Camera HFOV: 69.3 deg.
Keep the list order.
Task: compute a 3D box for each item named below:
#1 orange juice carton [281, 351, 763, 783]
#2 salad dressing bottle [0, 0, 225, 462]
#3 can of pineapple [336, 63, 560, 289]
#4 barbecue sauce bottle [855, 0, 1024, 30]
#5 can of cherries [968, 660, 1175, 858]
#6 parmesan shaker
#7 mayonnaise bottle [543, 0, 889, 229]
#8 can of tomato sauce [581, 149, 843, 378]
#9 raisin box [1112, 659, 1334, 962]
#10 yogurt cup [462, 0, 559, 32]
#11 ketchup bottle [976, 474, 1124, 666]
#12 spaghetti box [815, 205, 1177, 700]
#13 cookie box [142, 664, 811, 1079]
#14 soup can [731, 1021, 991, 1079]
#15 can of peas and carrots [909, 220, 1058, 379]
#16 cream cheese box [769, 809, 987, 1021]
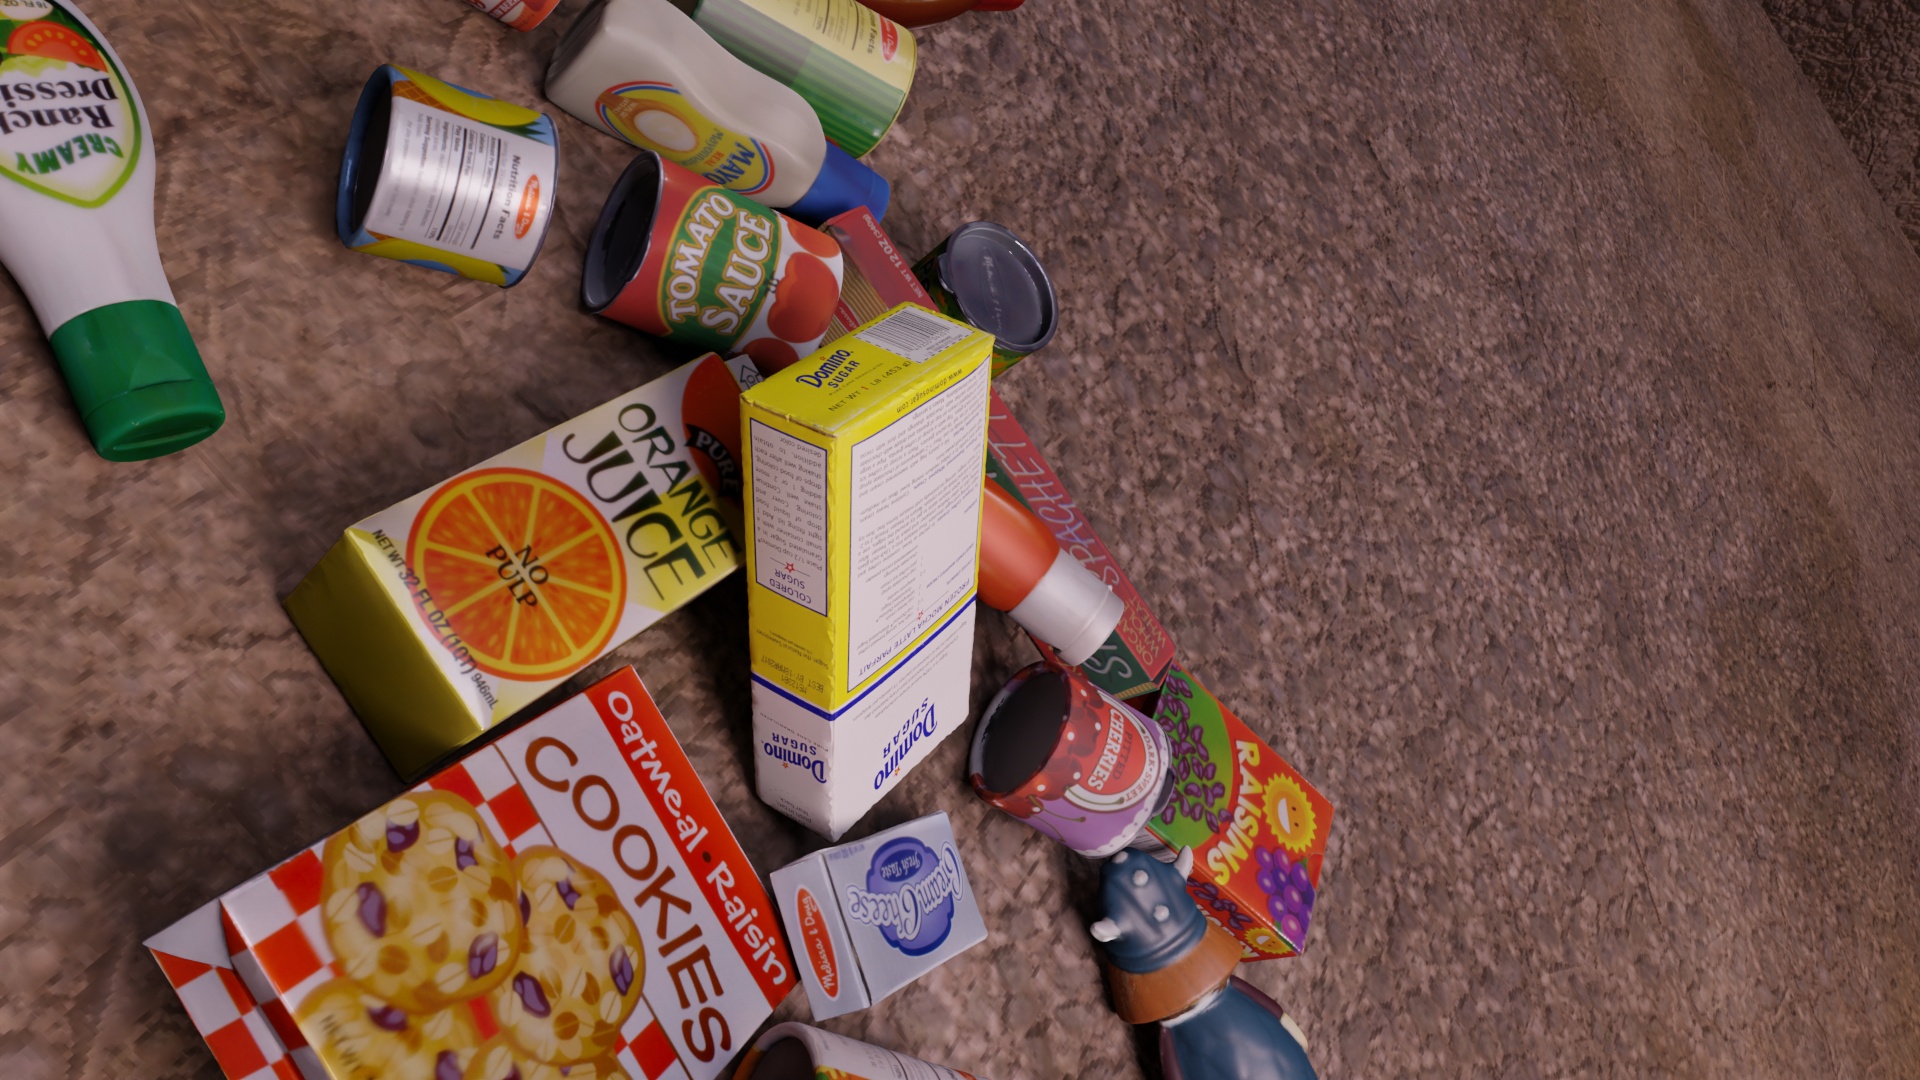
[{"bbox_3d":[-0.121,-0.003,0.483,0.194,0.072,0.072,-37,95,-45],"label":"orange juice carton"},{"bbox_3d":[-0.269,-0.097,0.420,0.064,0.044,0.147,-22,86,-45],"label":"salad dressing bottle"},{"bbox_3d":[-0.184,-0.129,0.496,0.058,0.070,0.071,10,64,-37],"label":"can of pineapple"},{"bbox_3d":[-0.023,-0.299,0.729,0.149,0.043,0.065,-19,82,-45],"label":"barbecue sauce bottle"},{"bbox_3d":[0.047,0.091,0.584,0.058,0.071,0.072,34,52,-24],"label":"can of cherries"},{"bbox_3d":[-0.081,-0.226,0.630,0.103,0.071,0.071,19,59,-33],"label":"parmesan shaker"},{"bbox_3d":[-0.098,-0.176,0.595,0.148,0.064,0.041,26,58,-34],"label":"mayonnaise bottle"},{"bbox_3d":[-0.098,-0.107,0.555,0.083,0.071,0.071,19,59,-34],"label":"can of tomato sauce"},{"bbox_3d":[0.116,0.127,0.649,0.123,0.040,0.086,42,48,-19],"label":"raisin box"},{"bbox_3d":[-0.183,-0.241,0.551,0.054,0.072,0.073,30,53,-37],"label":"yogurt cup"},{"bbox_3d":[0.002,-0.007,0.582,0.149,0.064,0.043,39,85,-6],"label":"ketchup bottle"},{"bbox_3d":[0.008,-0.033,0.624,0.250,0.050,0.029,54,46,-7],"label":"spaghetti box"},{"bbox_3d":[-0.126,0.122,0.408,0.123,0.040,0.168,60,26,-2],"label":"cookie box"},{"bbox_3d":[-0.032,0.207,0.465,0.084,0.071,0.072,28,54,-28],"label":"soup can"},{"bbox_3d":[0.001,-0.106,0.646,0.071,0.058,0.071,18,59,-33],"label":"can of peas and carrots"},{"bbox_3d":[-0.027,0.133,0.506,0.104,0.024,0.053,6,63,-67],"label":"cream cheese box"}]
